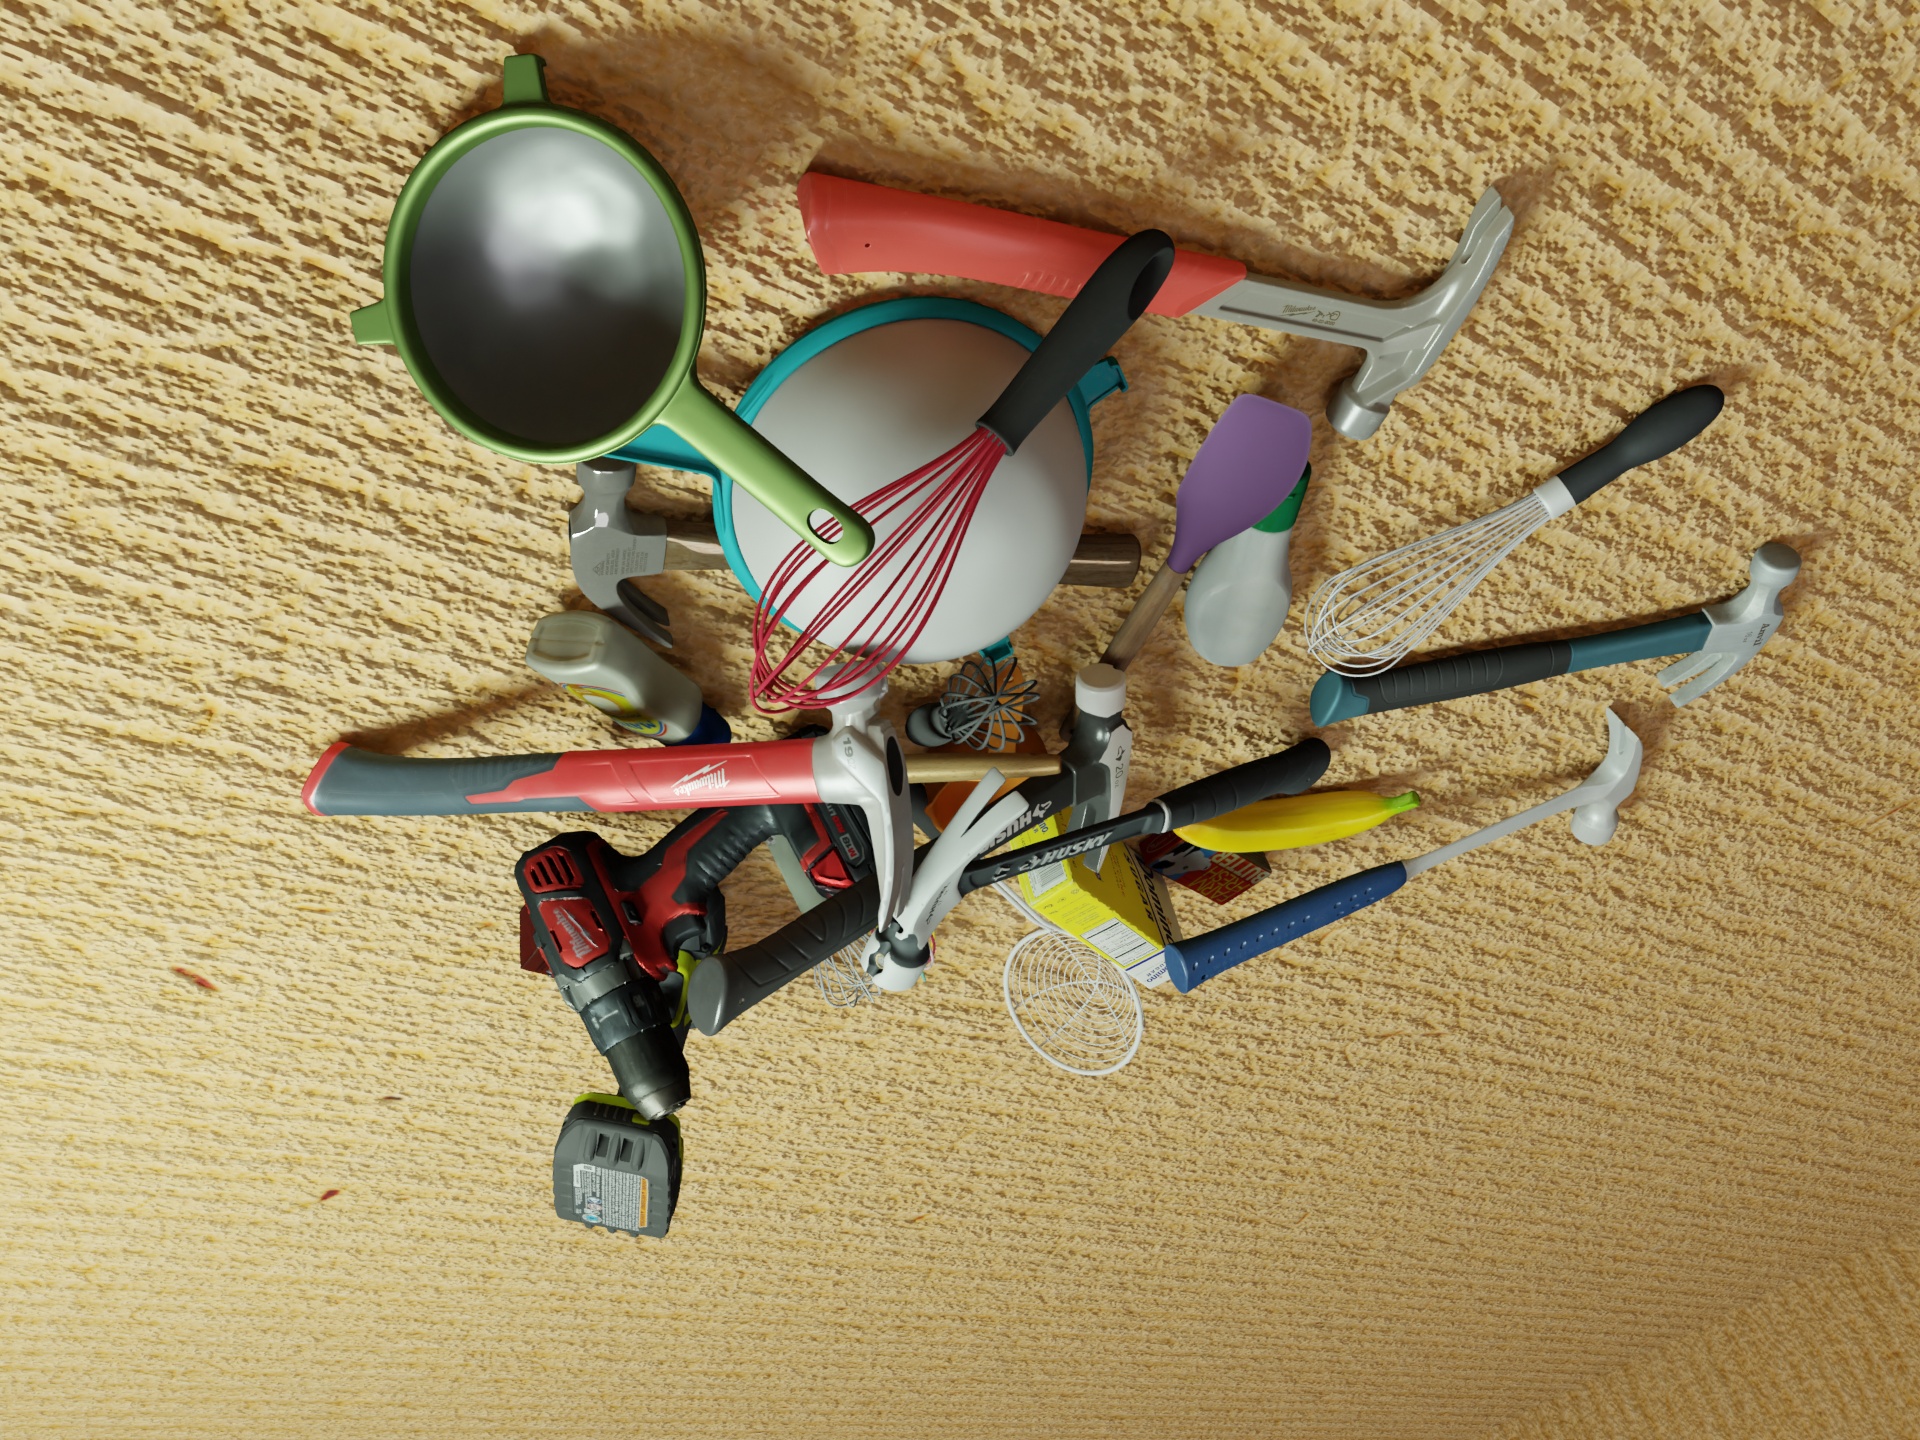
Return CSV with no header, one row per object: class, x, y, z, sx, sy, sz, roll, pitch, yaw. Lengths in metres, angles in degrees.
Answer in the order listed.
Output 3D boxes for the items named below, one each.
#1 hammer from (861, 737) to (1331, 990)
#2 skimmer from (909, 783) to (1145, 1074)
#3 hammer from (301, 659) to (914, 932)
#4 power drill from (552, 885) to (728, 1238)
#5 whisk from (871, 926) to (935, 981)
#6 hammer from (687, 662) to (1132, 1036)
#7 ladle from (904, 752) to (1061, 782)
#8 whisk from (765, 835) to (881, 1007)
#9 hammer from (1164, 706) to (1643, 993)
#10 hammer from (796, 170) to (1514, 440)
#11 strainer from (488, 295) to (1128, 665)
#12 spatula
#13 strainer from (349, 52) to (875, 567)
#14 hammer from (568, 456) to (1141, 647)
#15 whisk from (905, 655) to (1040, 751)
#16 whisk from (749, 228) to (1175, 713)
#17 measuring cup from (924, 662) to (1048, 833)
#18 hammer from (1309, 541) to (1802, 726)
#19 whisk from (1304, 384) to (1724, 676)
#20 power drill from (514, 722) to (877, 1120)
hammer,0.116,0.060,1.008,0.409,0.036,0.149,-14,142,-45
skimmer,0.028,0.156,1.187,0.127,0.090,0.362,1,149,35
hammer,-0.211,0.049,0.908,0.386,0.038,0.143,-3,102,21
power drill,-0.210,0.220,1.090,0.080,0.223,0.171,12,138,-3
whisk,-0.058,0.118,1.154,0.047,0.051,0.244,-14,137,2
hammer,-0.021,0.093,0.962,0.335,0.035,0.146,-30,135,-32
ladle,-0.097,0.032,0.948,0.315,0.069,0.031,-2,100,9
whisk,-0.103,0.138,1.170,0.059,0.058,0.246,-42,142,-20
hammer,0.339,0.106,1.192,0.405,0.035,0.144,-21,141,-14
hammer,0.096,-0.229,0.792,0.359,0.037,0.149,5,137,-22
strainer,-0.074,-0.111,0.799,0.340,0.095,0.211,7,123,-26
spatula,0.124,-0.078,0.966,0.059,0.018,0.315,18,141,-10
strainer,-0.134,-0.159,0.712,0.256,0.069,0.151,40,109,0
hammer,-0.055,-0.094,0.911,0.331,0.031,0.130,1,138,-17
whisk,-0.002,-0.004,0.940,0.055,0.055,0.239,-3,177,-13
whisk,0.003,-0.116,0.739,0.296,0.073,0.073,-50,137,-6
measuring cup,0.021,0.008,1.041,0.095,0.052,0.173,-6,138,-10
hammer,0.406,-0.043,1.105,0.331,0.033,0.128,-10,140,-4
whisk,0.337,-0.119,0.981,0.284,0.070,0.070,-33,137,15
power drill,-0.149,0.124,1.001,0.226,0.188,0.080,-27,166,-4
